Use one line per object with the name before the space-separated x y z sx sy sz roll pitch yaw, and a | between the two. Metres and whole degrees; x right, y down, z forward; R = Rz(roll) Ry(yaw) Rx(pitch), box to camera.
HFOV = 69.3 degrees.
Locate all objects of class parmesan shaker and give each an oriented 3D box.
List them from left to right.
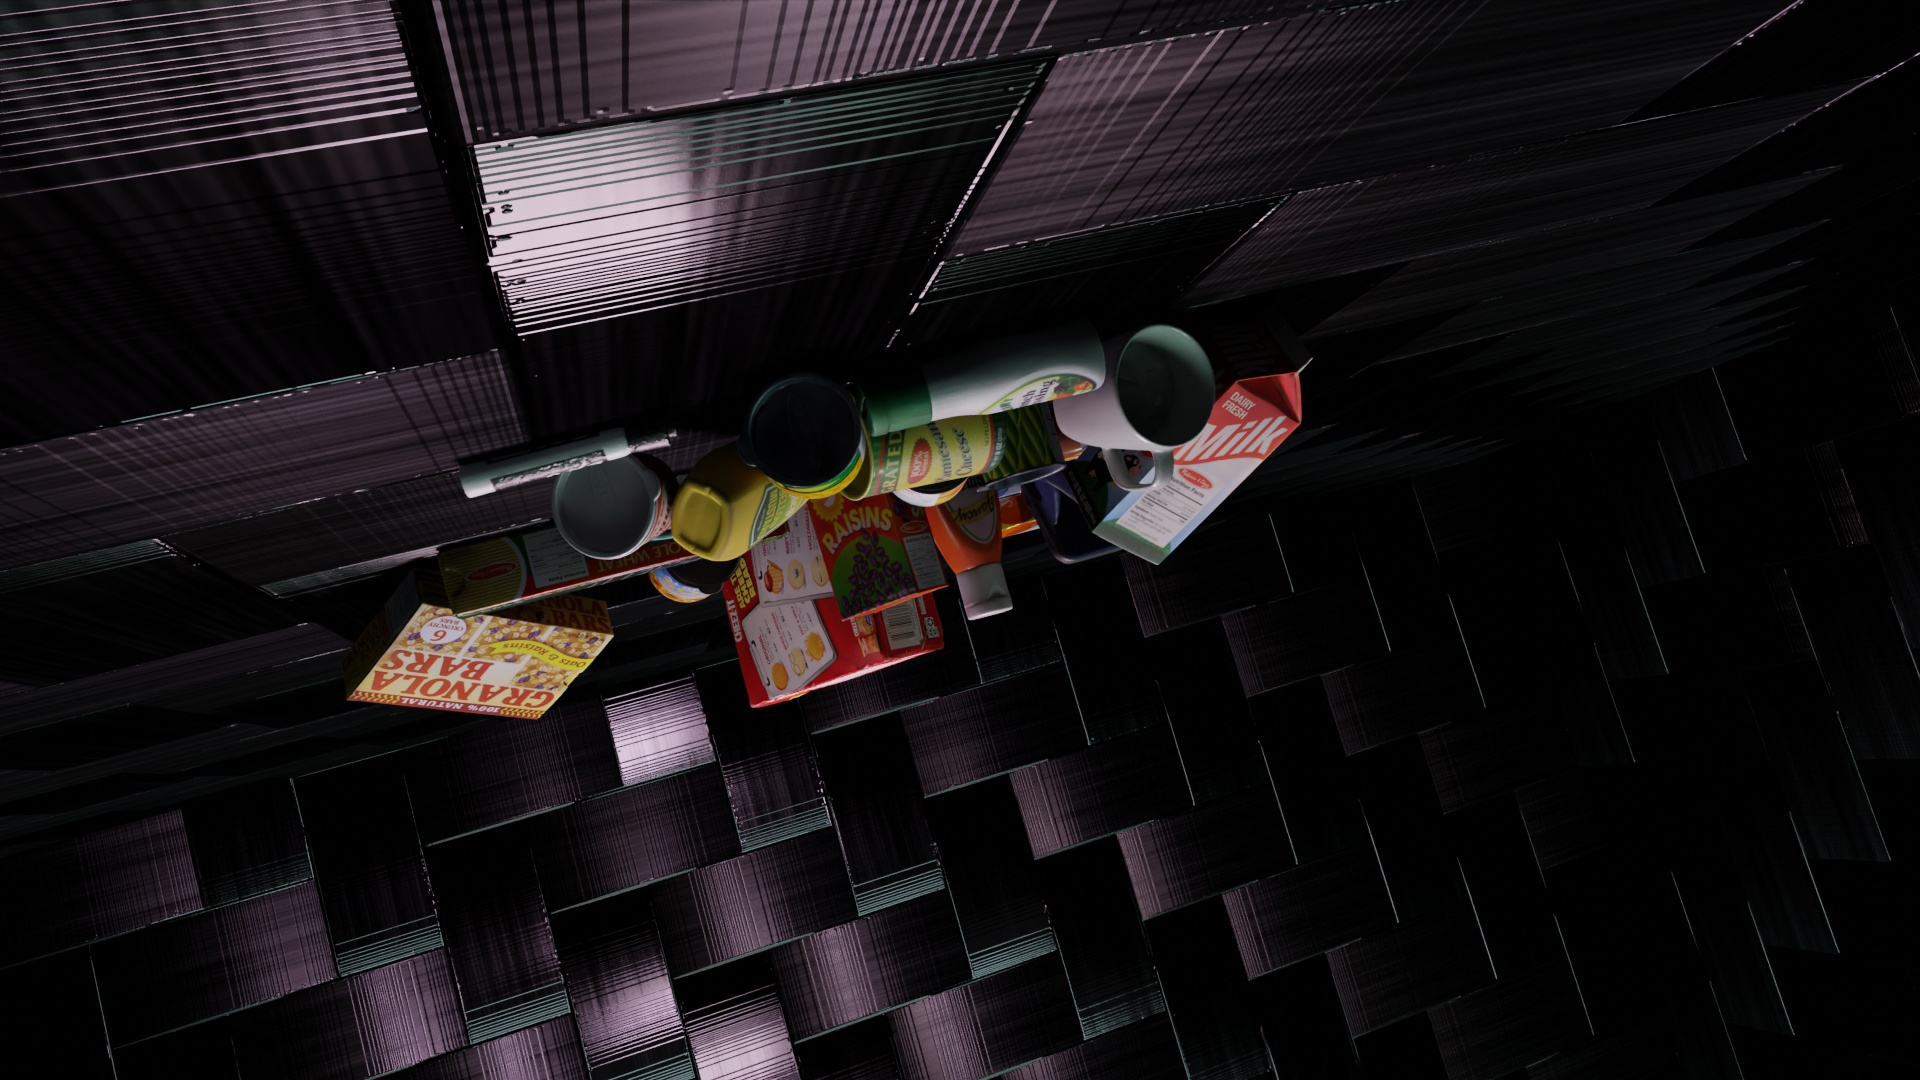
parmesan shaker | -0.029 -0.070 0.895 0.103 0.071 0.071 -13 173 -31

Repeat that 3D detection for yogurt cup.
yogurt cup | -0.205 -0.025 0.841 0.072 0.072 0.054 -18 -178 13

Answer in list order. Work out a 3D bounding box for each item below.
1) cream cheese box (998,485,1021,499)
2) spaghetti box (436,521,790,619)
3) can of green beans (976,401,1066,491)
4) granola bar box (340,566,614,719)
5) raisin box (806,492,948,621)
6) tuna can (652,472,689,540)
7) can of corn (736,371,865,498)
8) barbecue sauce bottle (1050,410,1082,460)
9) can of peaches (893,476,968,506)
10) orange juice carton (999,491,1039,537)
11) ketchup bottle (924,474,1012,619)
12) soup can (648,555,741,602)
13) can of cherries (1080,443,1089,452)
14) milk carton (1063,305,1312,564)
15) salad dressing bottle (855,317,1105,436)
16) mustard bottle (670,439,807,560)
cream cheese box | 0.006 -0.051 1.175 0.053 0.024 0.104 -14 -165 -19
spaghetti box | -0.253 0.003 1.031 0.251 0.050 0.028 -15 175 -17
can of green beans | 0.041 -0.075 1.057 0.071 0.058 0.071 -16 174 -2
granola bar box | -0.378 0.086 1.093 0.165 0.039 0.123 15 130 -45
raisin box | -0.068 -0.010 1.044 0.086 0.123 0.040 -22 173 41
tuna can | -0.200 -0.024 0.998 0.071 0.033 0.071 -16 173 -2
can of corn | -0.091 -0.059 0.809 0.071 0.071 0.058 -16 174 -3
barbecue sauce bottle | 0.088 -0.087 1.139 0.149 0.043 0.065 -13 180 -23
can of peaches | -0.022 -0.062 0.981 0.071 0.071 0.058 -15 173 -8
orange juice carton | 0.085 -0.055 1.297 0.193 0.072 0.073 -15 173 -18
ketchup bottle | 0.004 -0.014 1.085 0.065 0.149 0.043 -12 174 -29
soup can | -0.218 0.016 1.135 0.071 0.071 0.083 -14 173 -21
can of cherries | 0.122 -0.097 1.068 0.071 0.058 0.071 -16 173 -2
milk carton | 0.169 -0.080 0.989 0.073 0.073 0.190 26 119 -34
salad dressing bottle | 0.012 -0.097 0.840 0.148 0.044 0.064 -15 172 -12
mustard bottle | -0.122 -0.041 0.892 0.161 0.049 0.065 -41 156 -56
